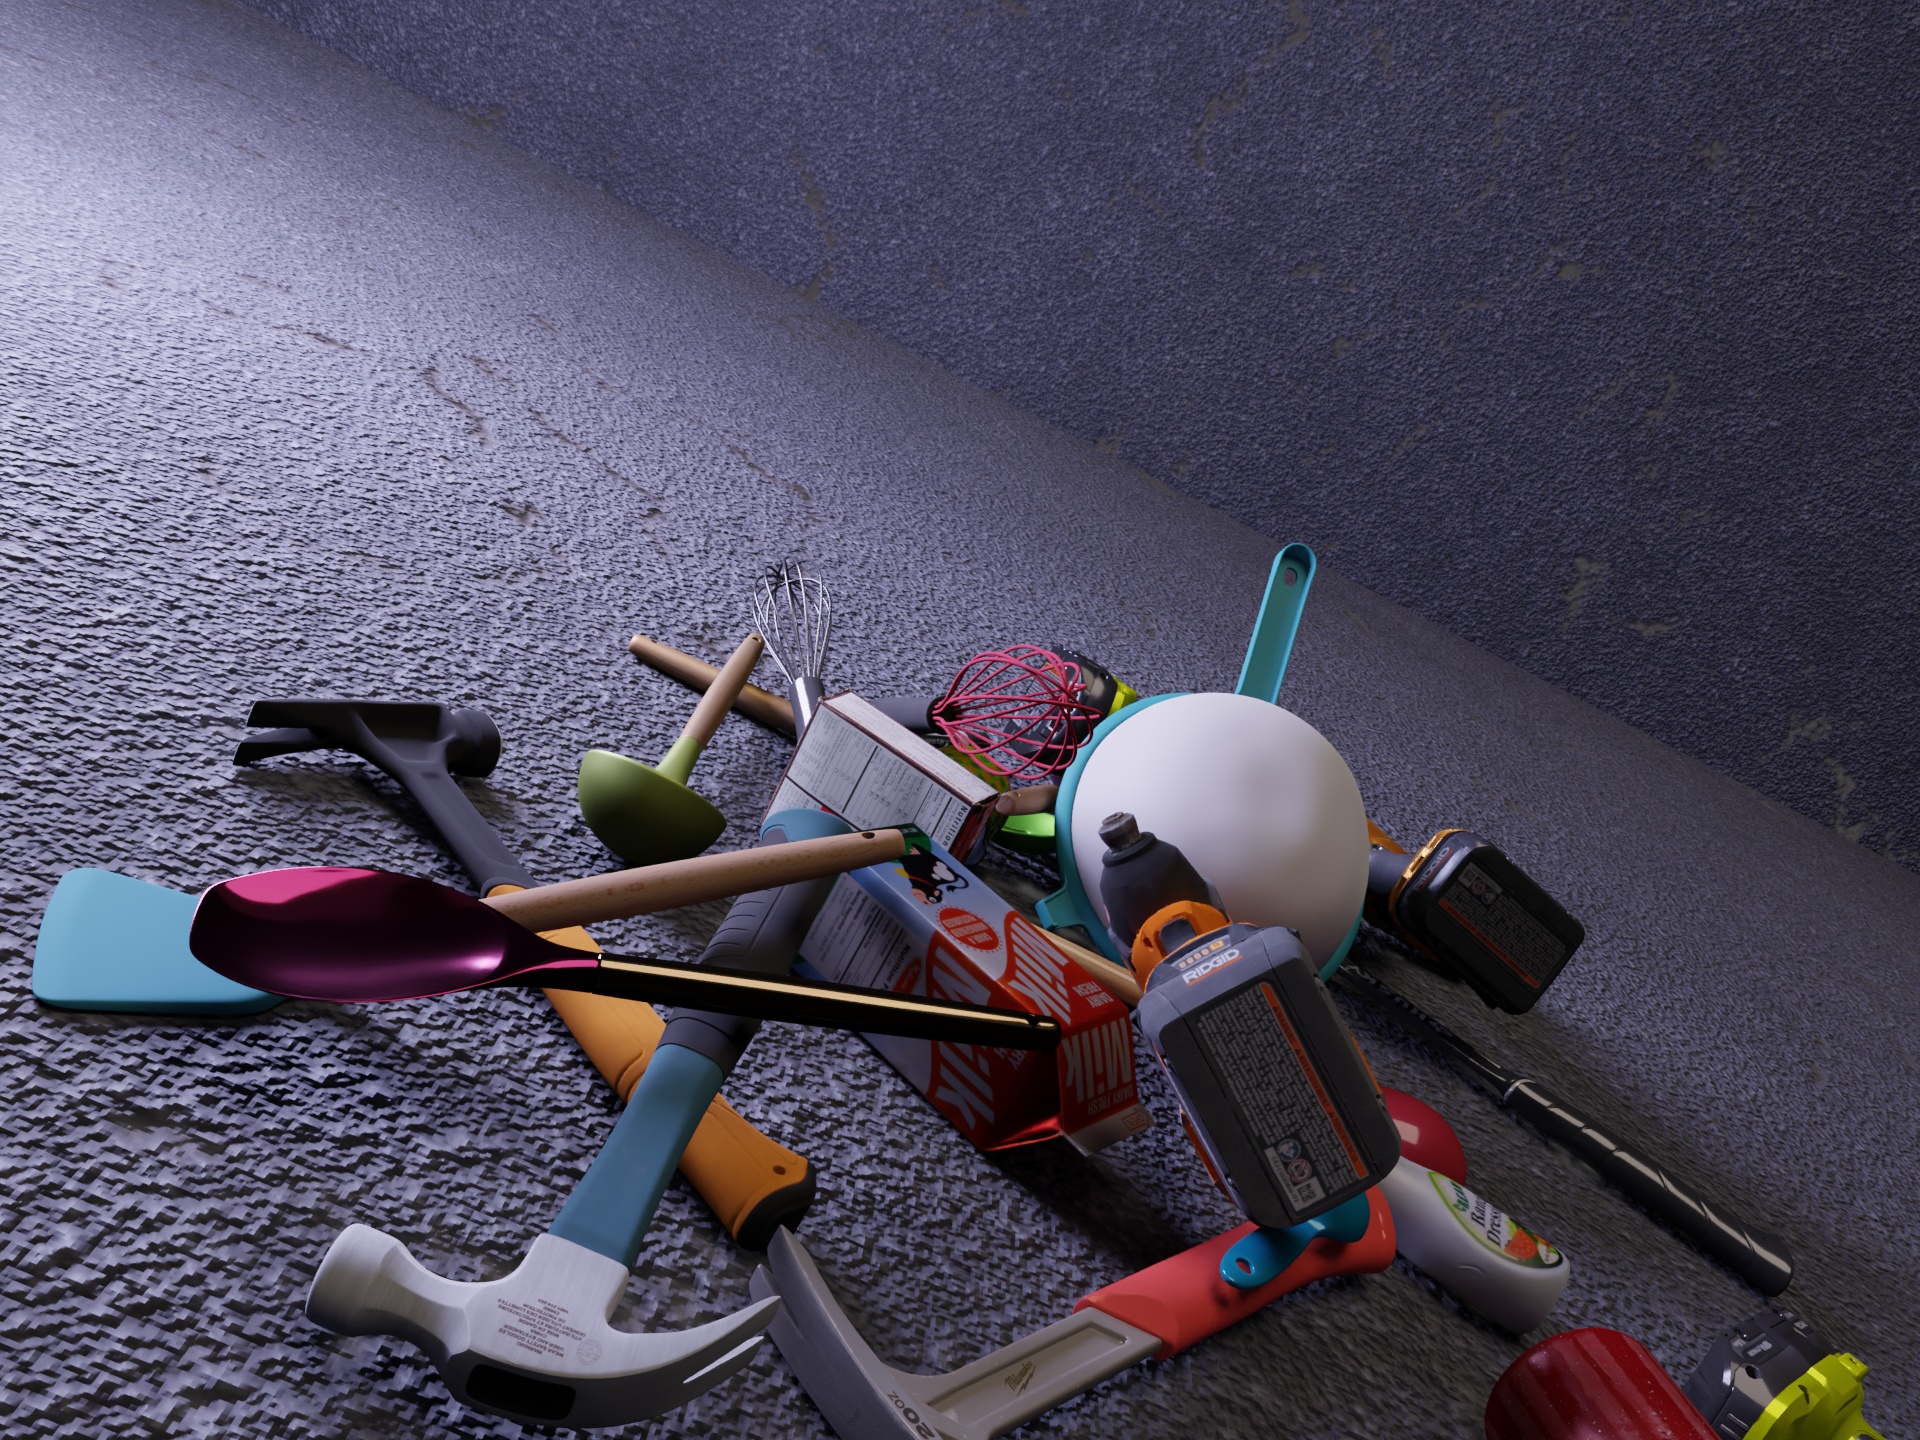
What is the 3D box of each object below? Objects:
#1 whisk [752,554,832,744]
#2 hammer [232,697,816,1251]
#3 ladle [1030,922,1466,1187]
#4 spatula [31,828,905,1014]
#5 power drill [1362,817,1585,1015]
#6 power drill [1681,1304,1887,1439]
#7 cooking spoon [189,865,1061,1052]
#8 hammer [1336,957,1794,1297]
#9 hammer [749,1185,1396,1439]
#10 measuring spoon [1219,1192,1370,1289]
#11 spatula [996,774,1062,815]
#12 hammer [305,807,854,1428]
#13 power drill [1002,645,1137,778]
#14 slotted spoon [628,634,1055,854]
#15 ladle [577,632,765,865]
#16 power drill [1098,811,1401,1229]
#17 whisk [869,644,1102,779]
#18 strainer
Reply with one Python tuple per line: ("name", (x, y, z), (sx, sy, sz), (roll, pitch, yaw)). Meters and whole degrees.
("whisk", (-0.094, -0.020, 0.998), (0.055, 0.055, 0.239), (16, 39, -32))
("hammer", (-0.178, 0.093, 0.669), (0.337, 0.034, 0.127), (40, 21, 32))
("ladle", (0.156, 0.184, 0.918), (0.315, 0.031, 0.069), (27, 20, 1))
("spatula", (-0.175, 0.068, 0.615), (0.317, 0.044, 0.082), (-9, 31, -16))
("power drill", (0.345, 0.138, 1.136), (0.185, 0.084, 0.226), (40, -4, -13))
("power drill", (0.418, 0.363, 0.677), (0.171, 0.080, 0.223), (11, 20, -48))
("cooking spoon", (-0.108, 0.097, 0.583), (0.318, 0.017, 0.069), (11, 31, -19))
("hammer", (0.353, 0.234, 1.049), (0.409, 0.036, 0.149), (35, 21, 19))
("hammer", (0.081, 0.236, 0.660), (0.149, 0.036, 0.359), (41, 23, 32))
("measuring spoon", (0.149, 0.220, 0.700), (0.042, 0.021, 0.128), (38, 22, 27))
("spatula", (0.067, 0.052, 1.058), (0.060, 0.018, 0.316), (33, 7, 13))
("hammer", (-0.099, 0.122, 0.600), (0.128, 0.033, 0.331), (24, 28, 0))
("power drill", (0.149, 0.038, 1.115), (0.228, 0.080, 0.191), (30, 4, -10))
("slotted spoon", (-0.071, 0.017, 1.029), (0.313, 0.031, 0.070), (26, 11, -2))
("ladle", (-0.144, -0.004, 0.907), (0.078, 0.062, 0.320), (28, 21, -6))
("power drill", (0.121, 0.130, 0.766), (0.164, 0.084, 0.226), (62, 1, -5))
("whisk", (-0.001, -0.003, 0.915), (0.073, 0.073, 0.296), (21, -9, -20))
("strainer", (0.190, 0.012, 0.986), (0.211, 0.095, 0.341), (25, 63, -7))
